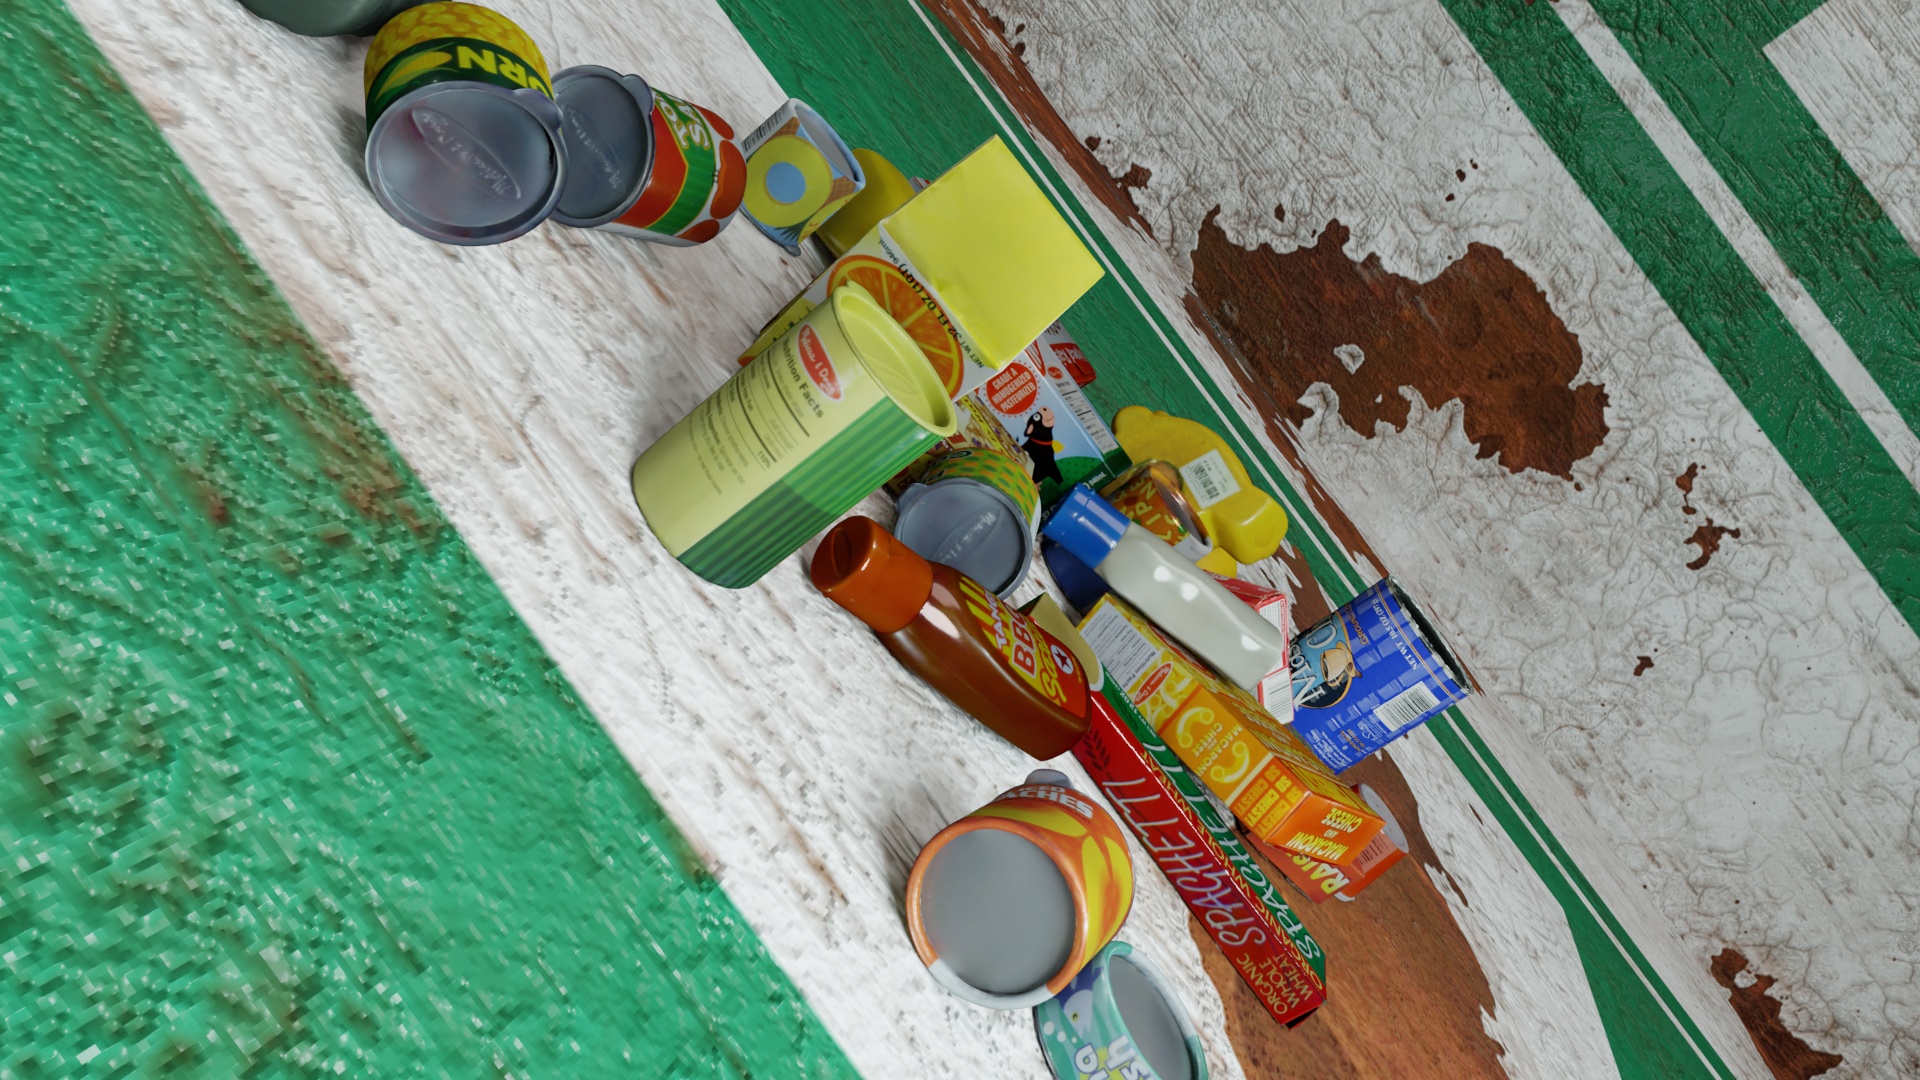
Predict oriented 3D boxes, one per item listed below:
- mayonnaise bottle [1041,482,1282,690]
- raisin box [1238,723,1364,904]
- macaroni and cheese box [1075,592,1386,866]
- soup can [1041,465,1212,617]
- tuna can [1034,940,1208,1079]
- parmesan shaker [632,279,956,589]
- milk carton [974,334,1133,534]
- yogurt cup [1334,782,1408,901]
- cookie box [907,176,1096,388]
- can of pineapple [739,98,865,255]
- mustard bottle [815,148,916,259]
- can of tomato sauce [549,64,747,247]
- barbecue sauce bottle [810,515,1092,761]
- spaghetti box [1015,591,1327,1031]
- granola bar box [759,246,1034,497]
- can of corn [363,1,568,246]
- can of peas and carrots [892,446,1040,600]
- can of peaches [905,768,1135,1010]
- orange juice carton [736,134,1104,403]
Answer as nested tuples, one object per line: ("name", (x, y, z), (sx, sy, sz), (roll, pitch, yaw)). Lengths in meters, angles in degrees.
("mayonnaise bottle", (0.115, 0.025, 0.795), (0.148, 0.041, 0.065), (37, 12, -2))
("raisin box", (0.204, 0.159, 0.891), (0.086, 0.040, 0.124), (45, 19, -26))
("macaroni and cheese box", (0.150, 0.108, 0.786), (0.123, 0.040, 0.167), (27, 15, -51))
("soup can", (0.102, 0.001, 0.858), (0.071, 0.083, 0.072), (45, 20, -21))
("tuna can", (0.060, 0.186, 0.514), (0.071, 0.032, 0.071), (46, 20, -21))
("parmesan shaker", (-0.062, -0.038, 0.513), (0.071, 0.103, 0.071), (46, 20, -22))
("milk carton", (0.019, -0.100, 0.862), (0.190, 0.072, 0.073), (55, 19, 2))
("yogurt cup", (0.262, 0.199, 0.933), (0.072, 0.054, 0.073), (45, 20, -21))
("cookie box", (0.022, -0.169, 0.958), (0.167, 0.040, 0.123), (55, 19, 3))
("can of pineapple", (-0.096, -0.212, 0.810), (0.071, 0.057, 0.071), (46, 20, -22))
("mustard bottle", (-0.046, -0.181, 0.838), (0.048, 0.065, 0.161), (39, 15, -41))
("can of tomato sauce", (-0.140, -0.167, 0.609), (0.071, 0.071, 0.083), (56, 18, 7))
("barbecue sauce bottle", (-0.002, 0.041, 0.607), (0.148, 0.043, 0.065), (38, 25, -37))
("spaghetti box", (0.104, 0.136, 0.711), (0.250, 0.028, 0.050), (53, 18, -1))
("granola bar box", (-0.029, -0.073, 0.751), (0.165, 0.039, 0.125), (49, 18, -12))
("can of corn", (-0.175, -0.151, 0.496), (0.071, 0.071, 0.058), (33, 27, -46))
("can of peas and carrots", (0.002, -0.008, 0.672), (0.071, 0.071, 0.059), (50, 18, -10))
("can of peaches", (0.021, 0.120, 0.485), (0.071, 0.071, 0.058), (57, 20, 11))
("orange juice carton", (-0.032, -0.088, 0.602), (0.071, 0.192, 0.073), (51, 58, -9))
